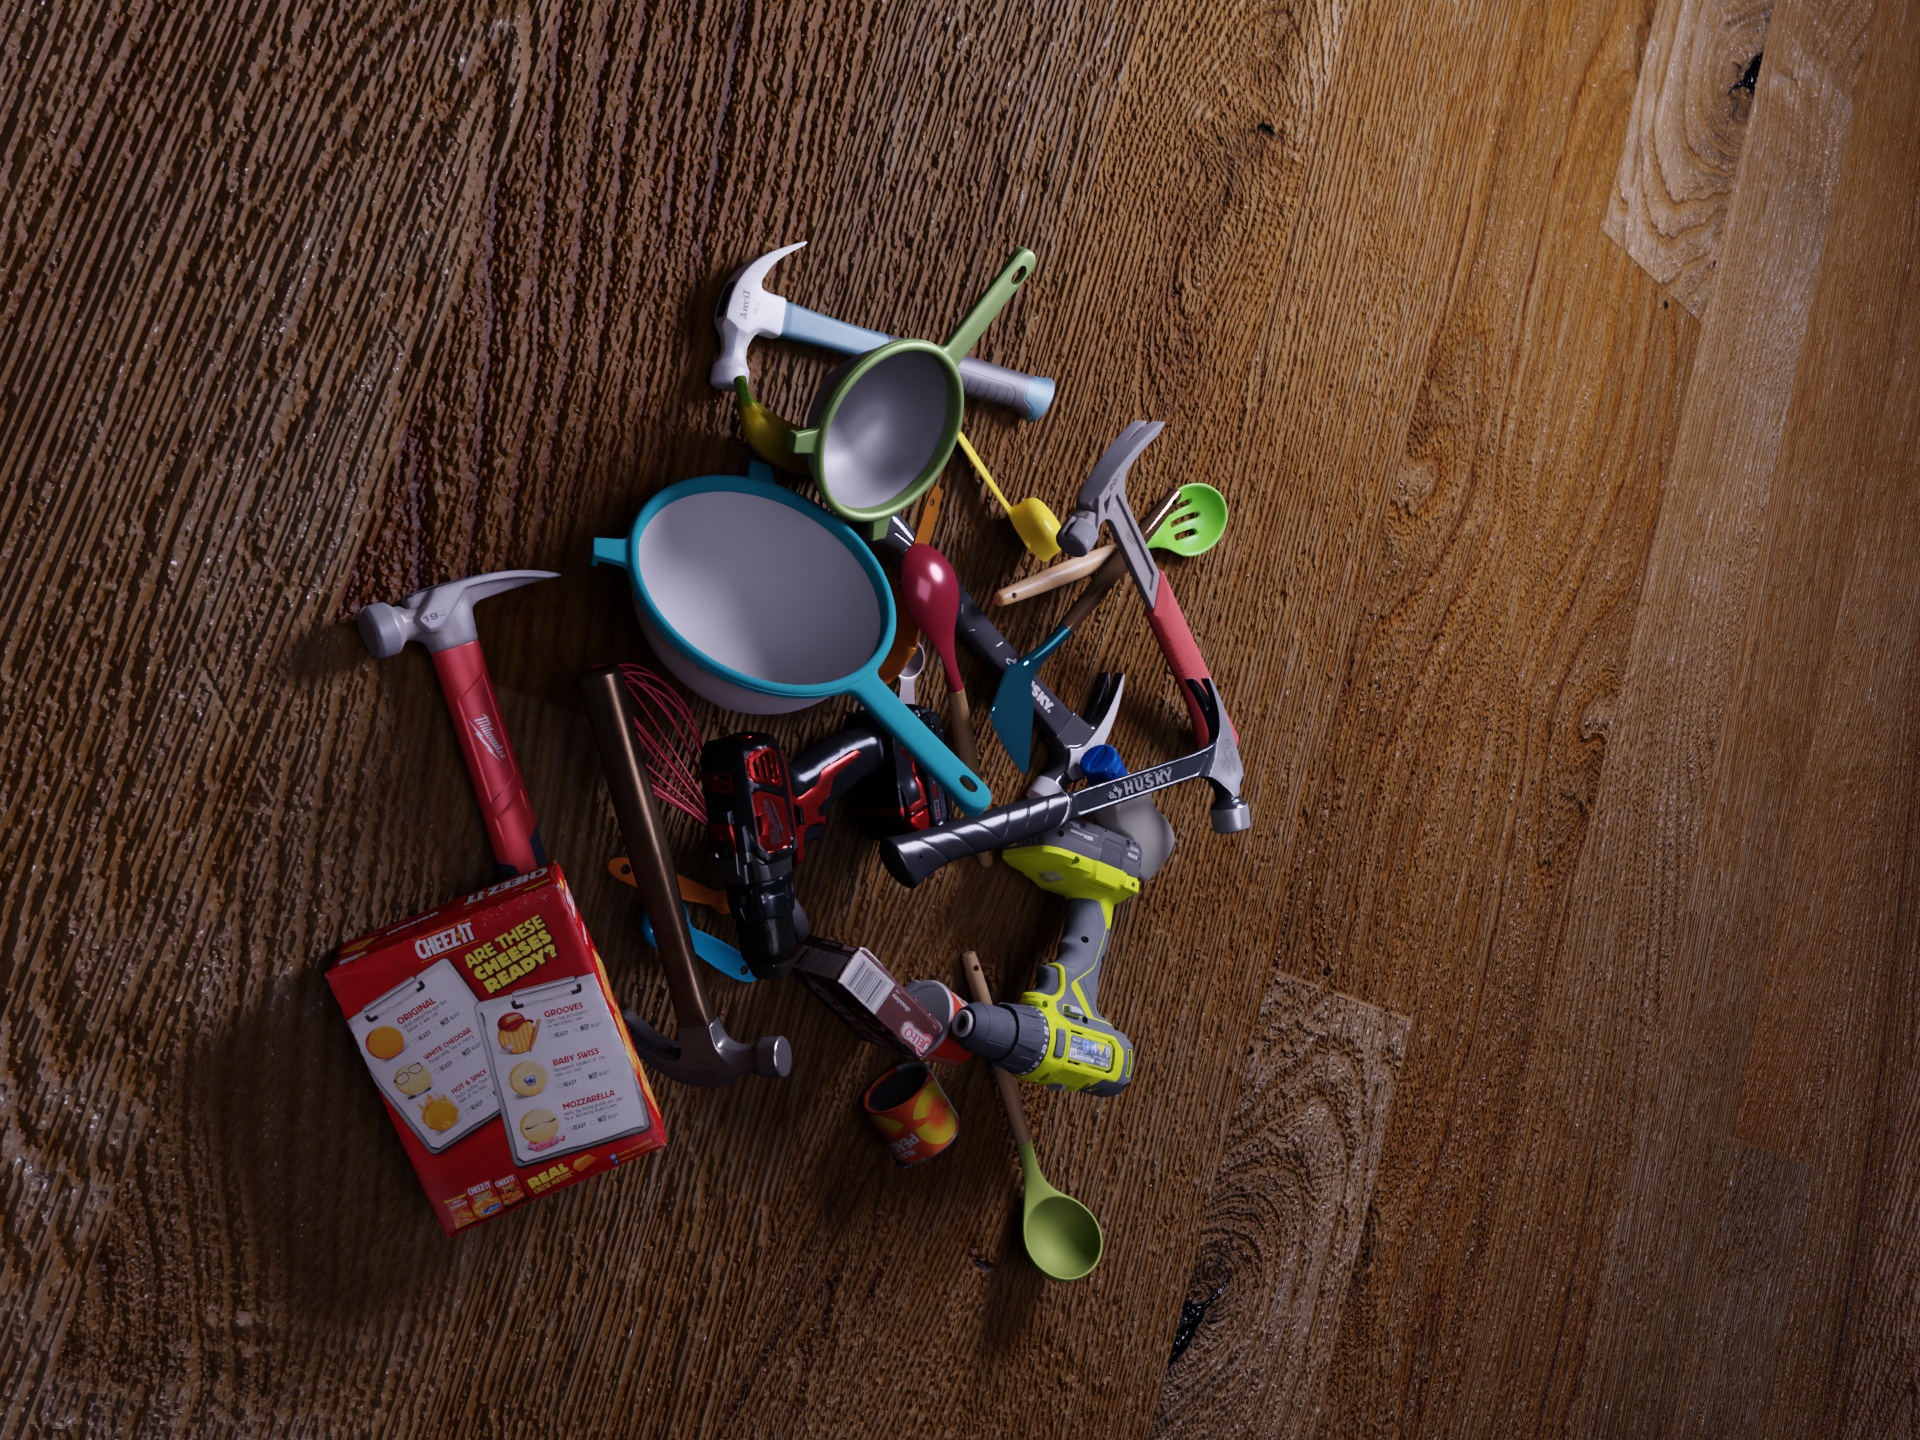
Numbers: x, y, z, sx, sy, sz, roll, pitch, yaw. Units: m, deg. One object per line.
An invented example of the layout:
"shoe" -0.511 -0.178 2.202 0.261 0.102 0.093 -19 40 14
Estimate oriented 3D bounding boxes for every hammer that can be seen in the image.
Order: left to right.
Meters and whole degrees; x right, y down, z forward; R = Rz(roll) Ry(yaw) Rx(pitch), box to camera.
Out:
"hammer" -0.311 0.084 1.166 0.143 0.038 0.386 -23 105 -35
"hammer" -0.225 0.120 1.172 0.031 0.130 0.331 -50 129 -67
"hammer" -0.055 -0.307 1.340 0.330 0.033 0.128 8 88 -36
"hammer" 0.023 -0.078 1.405 0.334 0.035 0.146 48 66 -27
"hammer" 0.099 0.067 1.362 0.409 0.036 0.149 -14 98 -38
"hammer" 0.194 -0.100 1.467 0.149 0.037 0.358 -55 136 -24

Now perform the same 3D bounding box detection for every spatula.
"spatula" 0.116 -0.095 1.419 0.317 0.044 0.082 -51 134 -21

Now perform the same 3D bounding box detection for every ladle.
"ladle" -0.002 -0.004 1.349 0.069 0.031 0.315 -48 136 -46
"ladle" 0.057 0.358 1.436 0.078 0.062 0.320 -23 103 -33

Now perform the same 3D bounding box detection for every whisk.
"whisk" -0.198 0.068 1.238 0.073 0.073 0.295 -46 122 -25

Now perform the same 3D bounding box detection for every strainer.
"strainer" -0.117 -0.035 1.202 0.340 0.095 0.211 45 44 7
"strainer" -0.041 -0.277 1.246 0.256 0.069 0.151 -52 147 -5

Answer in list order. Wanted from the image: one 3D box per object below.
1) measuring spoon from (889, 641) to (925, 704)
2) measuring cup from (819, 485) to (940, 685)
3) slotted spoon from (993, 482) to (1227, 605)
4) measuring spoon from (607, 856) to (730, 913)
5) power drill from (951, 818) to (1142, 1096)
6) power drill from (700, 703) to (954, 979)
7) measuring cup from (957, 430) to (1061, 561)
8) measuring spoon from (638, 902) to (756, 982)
"measuring spoon" -0.052 -0.009 1.369 0.034 0.018 0.124 -2 100 -36
"measuring cup" -0.065 -0.115 1.307 0.095 0.052 0.173 21 88 -61
"slotted spoon" 0.142 -0.157 1.473 0.314 0.031 0.070 -25 110 -39
"measuring spoon" -0.224 0.129 1.247 0.116 0.011 0.021 24 78 -34
"power drill" 0.079 0.205 1.397 0.190 0.080 0.229 24 65 -38
"power drill" -0.105 0.087 1.256 0.226 0.080 0.188 -18 104 -50
"measuring cup" 0.042 -0.210 1.404 0.029 0.062 0.156 -32 107 17
"measuring spoon" -0.209 0.177 1.261 0.128 0.021 0.042 41 68 -40
